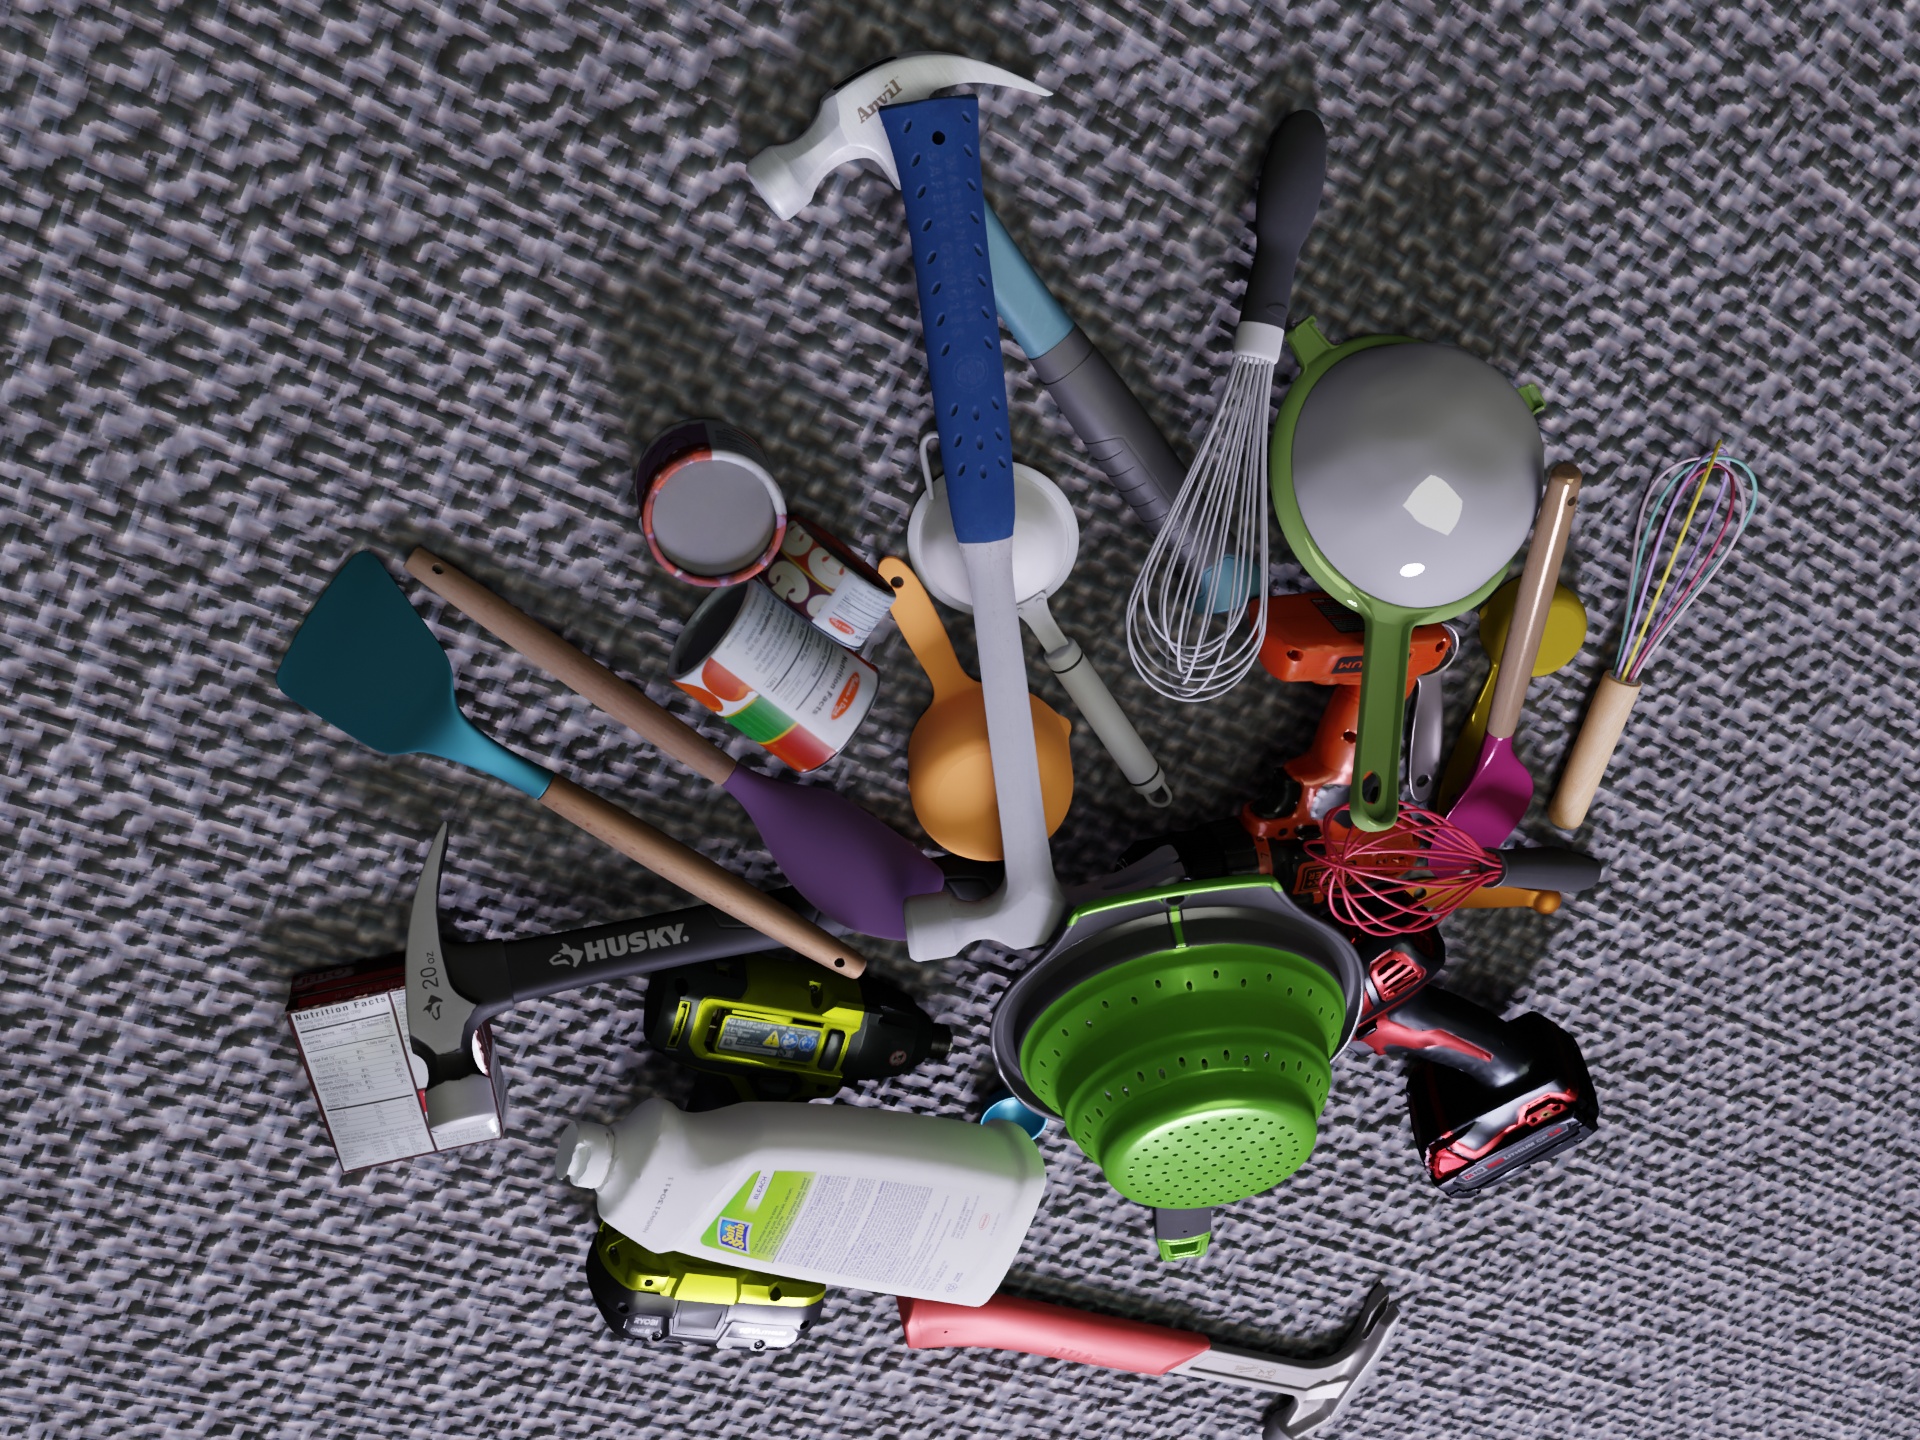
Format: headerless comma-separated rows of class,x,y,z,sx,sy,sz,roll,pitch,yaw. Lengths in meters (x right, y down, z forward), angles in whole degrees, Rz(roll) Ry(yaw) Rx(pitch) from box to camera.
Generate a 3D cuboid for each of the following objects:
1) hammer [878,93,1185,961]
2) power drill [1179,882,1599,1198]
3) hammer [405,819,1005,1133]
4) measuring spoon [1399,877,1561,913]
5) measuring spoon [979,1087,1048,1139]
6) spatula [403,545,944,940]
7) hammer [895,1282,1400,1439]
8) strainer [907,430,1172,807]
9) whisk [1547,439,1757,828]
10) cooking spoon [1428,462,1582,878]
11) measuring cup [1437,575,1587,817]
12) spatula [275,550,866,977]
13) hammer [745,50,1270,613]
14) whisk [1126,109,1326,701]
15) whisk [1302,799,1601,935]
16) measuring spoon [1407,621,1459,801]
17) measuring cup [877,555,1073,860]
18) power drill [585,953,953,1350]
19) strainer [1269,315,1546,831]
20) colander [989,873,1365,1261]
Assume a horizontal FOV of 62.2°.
hammer,0.019,-0.076,0.743,0.144,0.035,0.405,-9,111,-3
power drill,0.252,0.205,0.966,0.226,0.080,0.188,35,122,-26
hammer,-0.116,0.101,0.827,0.334,0.035,0.146,-10,73,-21
measuring spoon,0.323,0.110,0.985,0.117,0.011,0.021,5,113,-17
measuring spoon,0.010,0.269,0.981,0.042,0.021,0.128,21,117,-22
spatula,-0.137,0.014,0.790,0.315,0.018,0.060,37,63,-17
hammer,0.123,0.412,1.064,0.358,0.037,0.149,20,108,-23
strainer,0.051,-0.040,0.828,0.087,0.050,0.258,-26,123,17
whisk,0.391,-0.044,0.915,0.051,0.047,0.244,9,117,-6
cooking spoon,0.296,-0.013,0.859,0.068,0.017,0.318,-21,140,-12
measuring cup,0.313,-0.007,0.915,0.062,0.029,0.156,10,110,-19
spatula,-0.177,0.040,0.776,0.317,0.044,0.082,34,101,-17
hammer,0.050,-0.172,0.767,0.128,0.033,0.330,-38,118,6
whisk,0.137,-0.148,0.762,0.070,0.070,0.284,10,95,-19
whisk,0.286,0.083,0.890,0.295,0.073,0.073,6,116,-44
measuring spoon,0.265,-0.006,0.916,0.034,0.018,0.124,-15,125,-10
measuring cup,-0.001,-0.003,0.816,0.095,0.052,0.173,-23,118,10
power drill,-0.111,0.240,0.900,0.171,0.080,0.223,13,108,-20
strainer,0.225,-0.074,0.770,0.151,0.069,0.256,12,79,-17
colander,0.131,0.244,0.890,0.204,0.095,0.396,-9,137,0
